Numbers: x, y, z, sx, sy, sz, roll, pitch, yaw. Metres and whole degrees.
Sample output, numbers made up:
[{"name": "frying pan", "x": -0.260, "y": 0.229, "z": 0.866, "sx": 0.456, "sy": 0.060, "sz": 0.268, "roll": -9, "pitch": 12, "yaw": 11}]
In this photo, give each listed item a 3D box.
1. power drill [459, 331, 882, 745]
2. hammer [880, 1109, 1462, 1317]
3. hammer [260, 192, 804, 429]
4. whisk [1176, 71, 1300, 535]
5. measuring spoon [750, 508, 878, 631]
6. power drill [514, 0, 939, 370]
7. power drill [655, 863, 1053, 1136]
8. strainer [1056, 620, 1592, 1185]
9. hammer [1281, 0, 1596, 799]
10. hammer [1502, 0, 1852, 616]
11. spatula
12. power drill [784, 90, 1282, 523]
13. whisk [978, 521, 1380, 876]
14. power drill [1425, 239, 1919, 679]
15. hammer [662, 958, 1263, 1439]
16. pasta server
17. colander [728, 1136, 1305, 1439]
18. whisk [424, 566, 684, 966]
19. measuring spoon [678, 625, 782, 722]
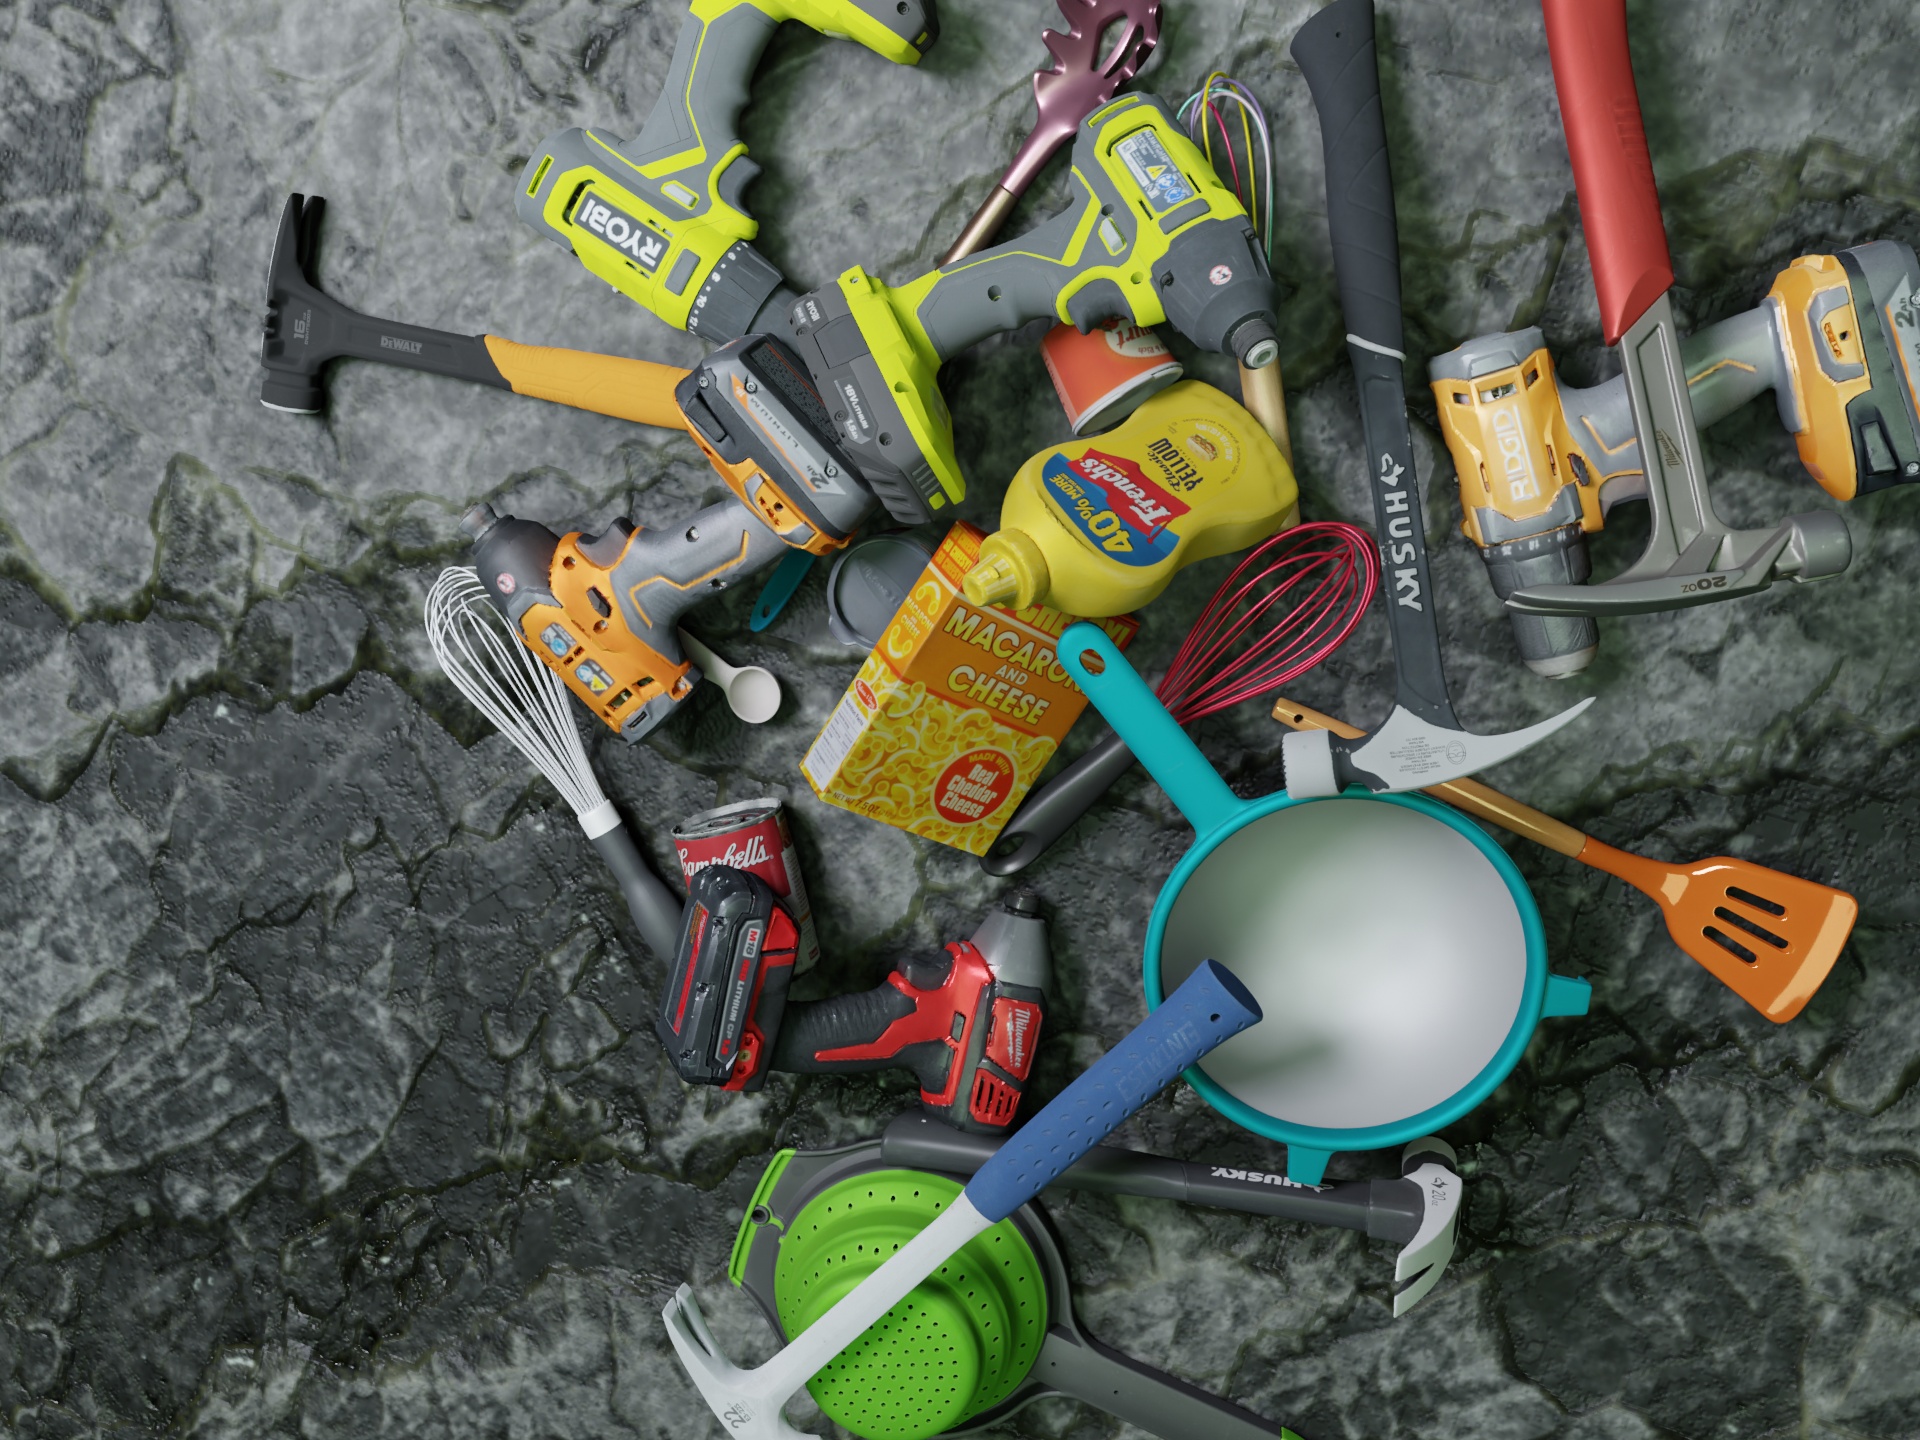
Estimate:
[{"name": "power drill", "x": -0.165, "y": -0.108, "z": 0.882, "sx": 0.226, "sy": 0.084, "sz": 0.164, "roll": -39, "pitch": 102, "yaw": 23}, {"name": "hammer", "x": 0.115, "y": 0.267, "z": 0.921, "sx": 0.335, "sy": 0.146, "sz": 0.035, "roll": 4, "pitch": 103, "yaw": 16}, {"name": "hammer", "x": -0.246, "y": -0.212, "z": 0.928, "sx": 0.337, "sy": 0.034, "sz": 0.127, "roll": 14, "pitch": 104, "yaw": 7}, {"name": "whisk", "x": 0.154, "y": -0.220, "z": 0.855, "sx": 0.051, "sy": 0.047, "sz": 0.245, "roll": -9, "pitch": 103, "yaw": 8}, {"name": "measuring spoon", "x": -0.083, "y": -0.100, "z": 0.932, "sx": 0.128, "sy": 0.021, "sz": 0.042, "roll": -52, "pitch": 54, "yaw": 23}, {"name": "power drill", "x": -0.110, "y": -0.317, "z": 0.863, "sx": 0.190, "sy": 0.080, "sz": 0.228, "roll": 33, "pitch": 107, "yaw": -3}, {"name": "power drill", "x": -0.050, "y": 0.153, "z": 0.909, "sx": 0.219, "sy": 0.079, "sz": 0.143, "roll": 14, "pitch": 91, "yaw": -22}, {"name": "strainer", "x": 0.167, "y": 0.075, "z": 0.878, "sx": 0.211, "sy": 0.095, "sz": 0.340, "roll": -38, "pitch": 96, "yaw": 14}, {"name": "hammer", "x": 0.217, "y": -0.169, "z": 0.800, "sx": 0.149, "sy": 0.036, "sz": 0.409, "roll": -7, "pitch": 83, "yaw": 15}, {"name": "hammer", "x": 0.309, "y": -0.228, "z": 0.762, "sx": 0.149, "sy": 0.036, "sz": 0.359, "roll": -7, "pitch": 78, "yaw": 7}, {"name": "spatula", "x": 0.323, "y": 0.061, "z": 0.883, "sx": 0.322, "sy": 0.041, "sz": 0.081, "roll": 25, "pitch": 105, "yaw": 5}, {"name": "power drill", "x": 0.039, "y": -0.200, "z": 0.796, "sx": 0.223, "sy": 0.080, "sz": 0.171, "roll": -28, "pitch": 60, "yaw": 6}, {"name": "whisk", "x": 0.115, "y": -0.006, "z": 0.898, "sx": 0.073, "sy": 0.073, "sz": 0.296, "roll": 46, "pitch": 111, "yaw": -2}, {"name": "power drill", "x": 0.372, "y": -0.131, "z": 0.818, "sx": 0.226, "sy": 0.084, "sz": 0.185, "roll": -14, "pitch": 98, "yaw": 17}, {"name": "hammer", "x": 0.000, "y": 0.271, "z": 0.882, "sx": 0.144, "sy": 0.035, "sz": 0.405, "roll": 46, "pitch": 105, "yaw": 1}, {"name": "pasta server", "x": 0.007, "y": -0.269, "z": 0.870, "sx": 0.060, "sy": 0.040, "sz": 0.316, "roll": 44, "pitch": 106, "yaw": 22}, {"name": "colander", "x": 0.038, "y": 0.401, "z": 0.969, "sx": 0.397, "sy": 0.094, "sz": 0.204, "roll": 23, "pitch": 104, "yaw": 5}, {"name": "whisk", "x": -0.235, "y": 0.032, "z": 0.964, "sx": 0.070, "sy": 0.070, "sz": 0.284, "roll": -27, "pitch": 100, "yaw": 13}, {"name": "measuring spoon", "x": -0.158, "y": -0.041, "z": 0.959, "sx": 0.124, "sy": 0.018, "sz": 0.034, "roll": 33, "pitch": 109, "yaw": 9}]
